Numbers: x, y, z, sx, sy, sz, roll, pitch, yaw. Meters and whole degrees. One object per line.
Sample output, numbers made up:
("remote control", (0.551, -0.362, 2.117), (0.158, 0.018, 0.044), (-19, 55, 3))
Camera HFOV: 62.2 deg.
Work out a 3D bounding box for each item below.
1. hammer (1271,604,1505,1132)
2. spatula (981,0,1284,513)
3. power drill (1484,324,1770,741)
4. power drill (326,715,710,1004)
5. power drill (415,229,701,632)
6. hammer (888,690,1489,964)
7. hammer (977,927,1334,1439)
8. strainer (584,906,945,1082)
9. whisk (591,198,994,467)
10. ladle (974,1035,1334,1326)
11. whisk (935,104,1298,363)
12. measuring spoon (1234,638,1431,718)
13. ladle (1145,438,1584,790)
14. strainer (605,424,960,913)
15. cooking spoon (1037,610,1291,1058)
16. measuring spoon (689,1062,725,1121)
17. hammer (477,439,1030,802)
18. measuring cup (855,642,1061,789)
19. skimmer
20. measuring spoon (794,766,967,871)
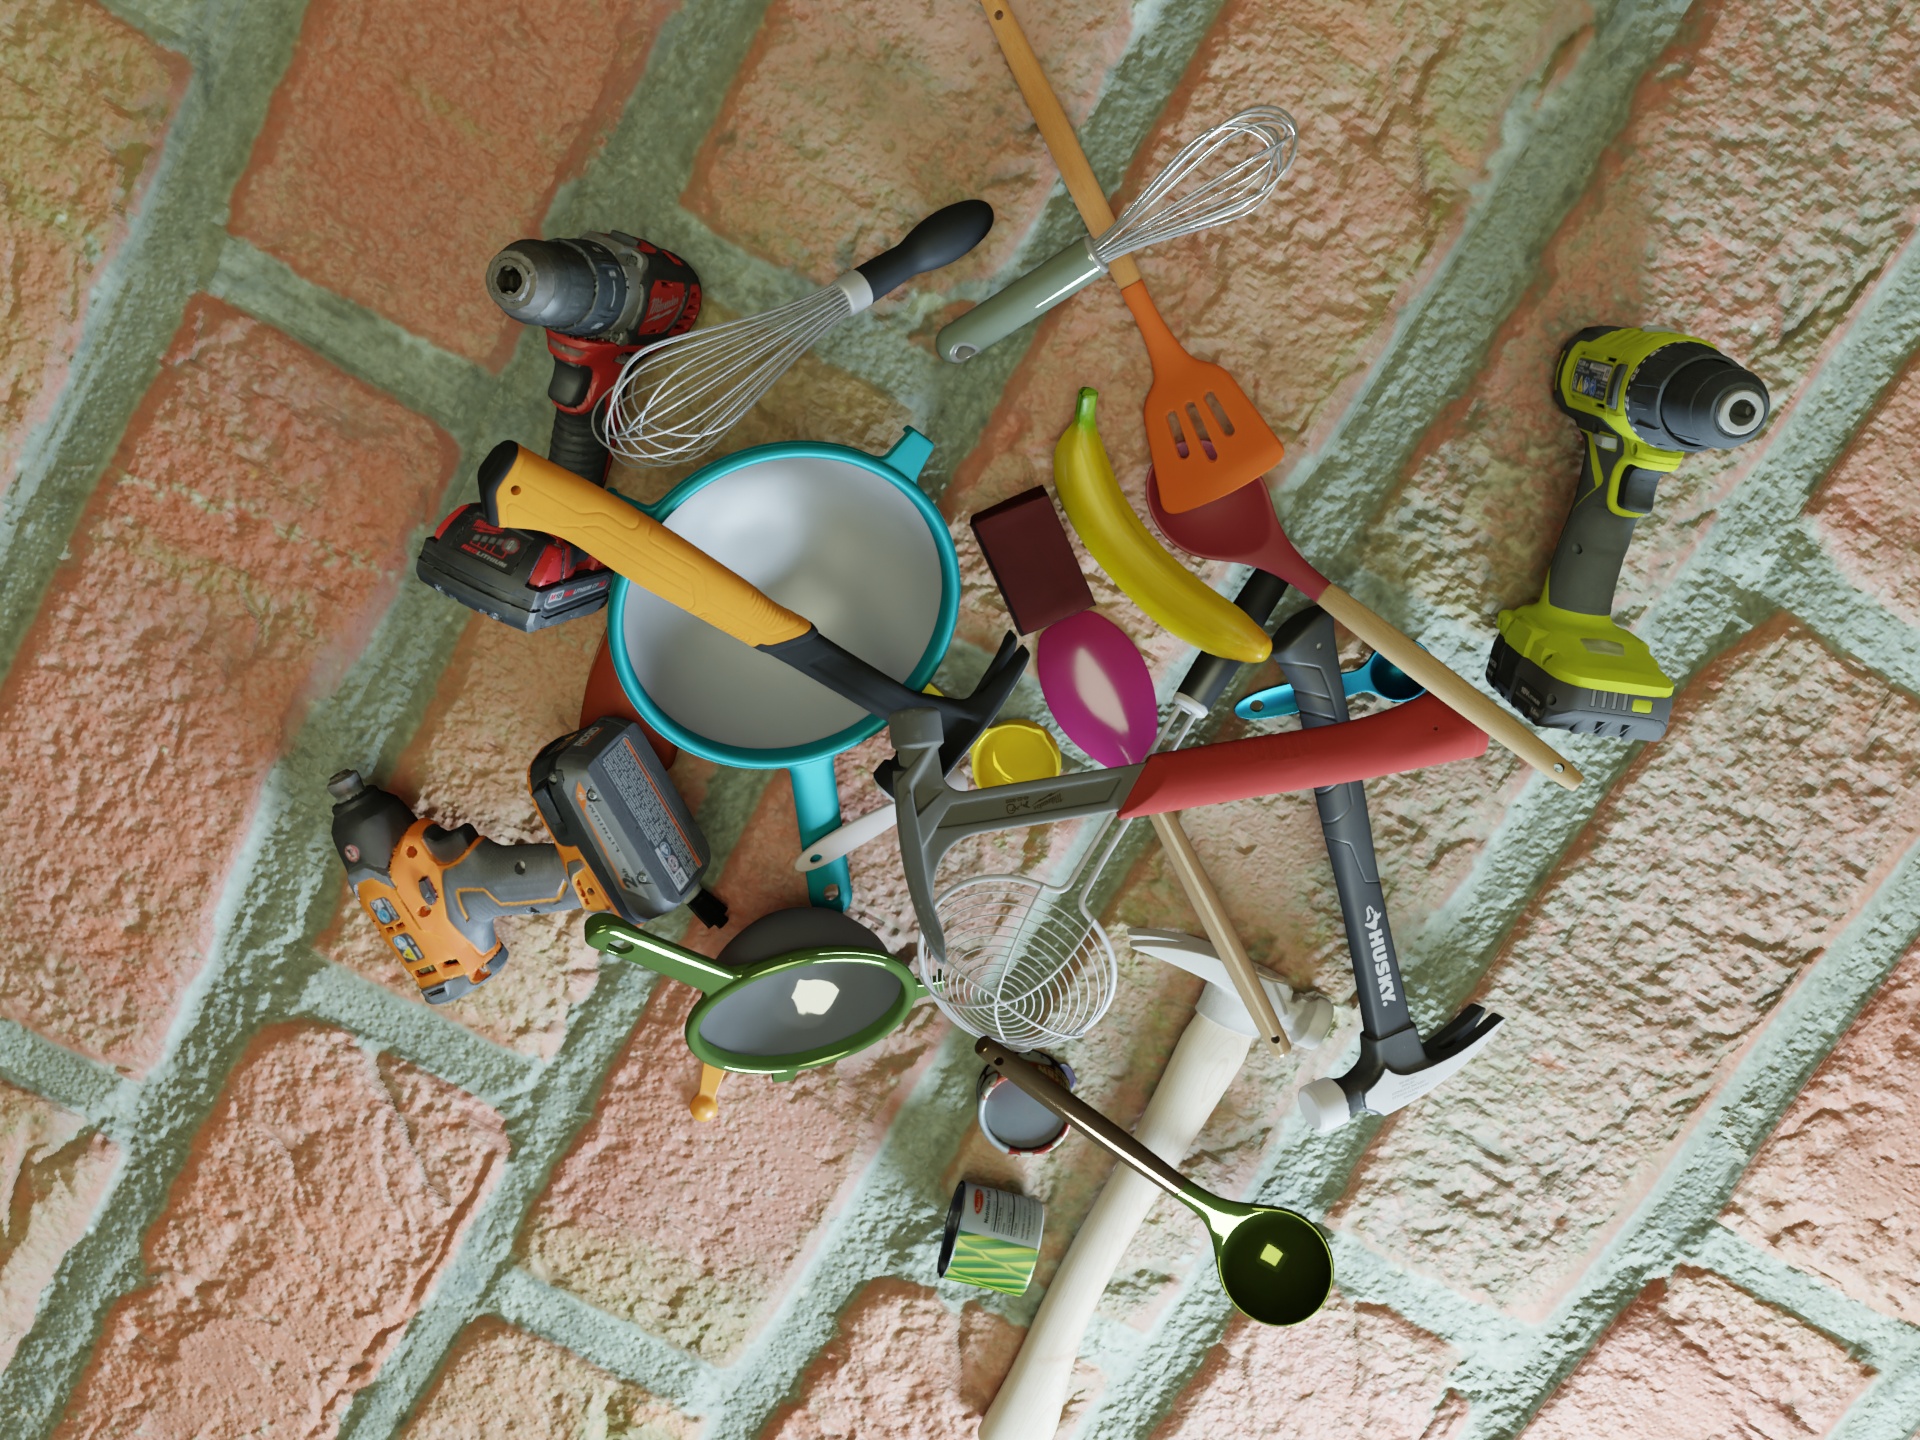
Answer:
("hammer", (0.257, 0.089, 1.020), (0.146, 0.035, 0.334), (-18, 102, -16))
("spatula", (0.091, -0.282, 0.949), (0.081, 0.041, 0.322), (-25, 101, 18))
("power drill", (0.383, -0.109, 0.916), (0.080, 0.191, 0.228), (7, 108, -2))
("power drill", (-0.289, 0.078, 0.999), (0.226, 0.084, 0.164), (-21, 107, 24))
("power drill", (-0.233, -0.169, 0.908), (0.080, 0.188, 0.226), (25, 107, 8))
("hammer", (0.141, 0.043, 0.945), (0.359, 0.036, 0.149), (-9, 86, -8))
("hammer", (0.101, 0.339, 1.106), (0.146, 0.038, 0.410), (24, 103, -4))
("strainer", (-0.139, 0.146, 0.998), (0.151, 0.069, 0.256), (-34, 140, 21))
("whisk", (-0.088, -0.229, 0.905), (0.284, 0.070, 0.070), (-38, 103, -22))
("ladle", (0.126, 0.294, 1.024), (0.320, 0.062, 0.078), (40, 98, -25))
("whisk", (0.085, -0.275, 0.920), (0.246, 0.057, 0.059), (-26, 62, 27))
("measuring spoon", (0.240, -0.025, 1.027), (0.128, 0.021, 0.042), (-14, 109, 13))
("ladle", (0.240, -0.062, 0.954), (0.315, 0.031, 0.069), (41, 97, 16))
("strainer", (-0.109, -0.030, 0.996), (0.211, 0.095, 0.340), (-15, 126, -14))
("cooking spoon", (0.138, 0.076, 1.029), (0.069, 0.017, 0.319), (-27, 93, 6))
("measuring spoon", (-0.165, 0.225, 1.091), (0.021, 0.011, 0.117), (15, 103, -3))
("hammer", (-0.113, -0.065, 0.892), (0.336, 0.034, 0.127), (30, 106, -34))
("measuring cup", (-0.002, -0.003, 1.032), (0.156, 0.029, 0.062), (37, 110, 4))
("skimmer", (0.105, 0.043, 1.004), (0.127, 0.090, 0.363), (34, 82, -2))
("measuring spoon", (-0.049, 0.068, 1.014), (0.124, 0.018, 0.034), (-29, 130, -1))
